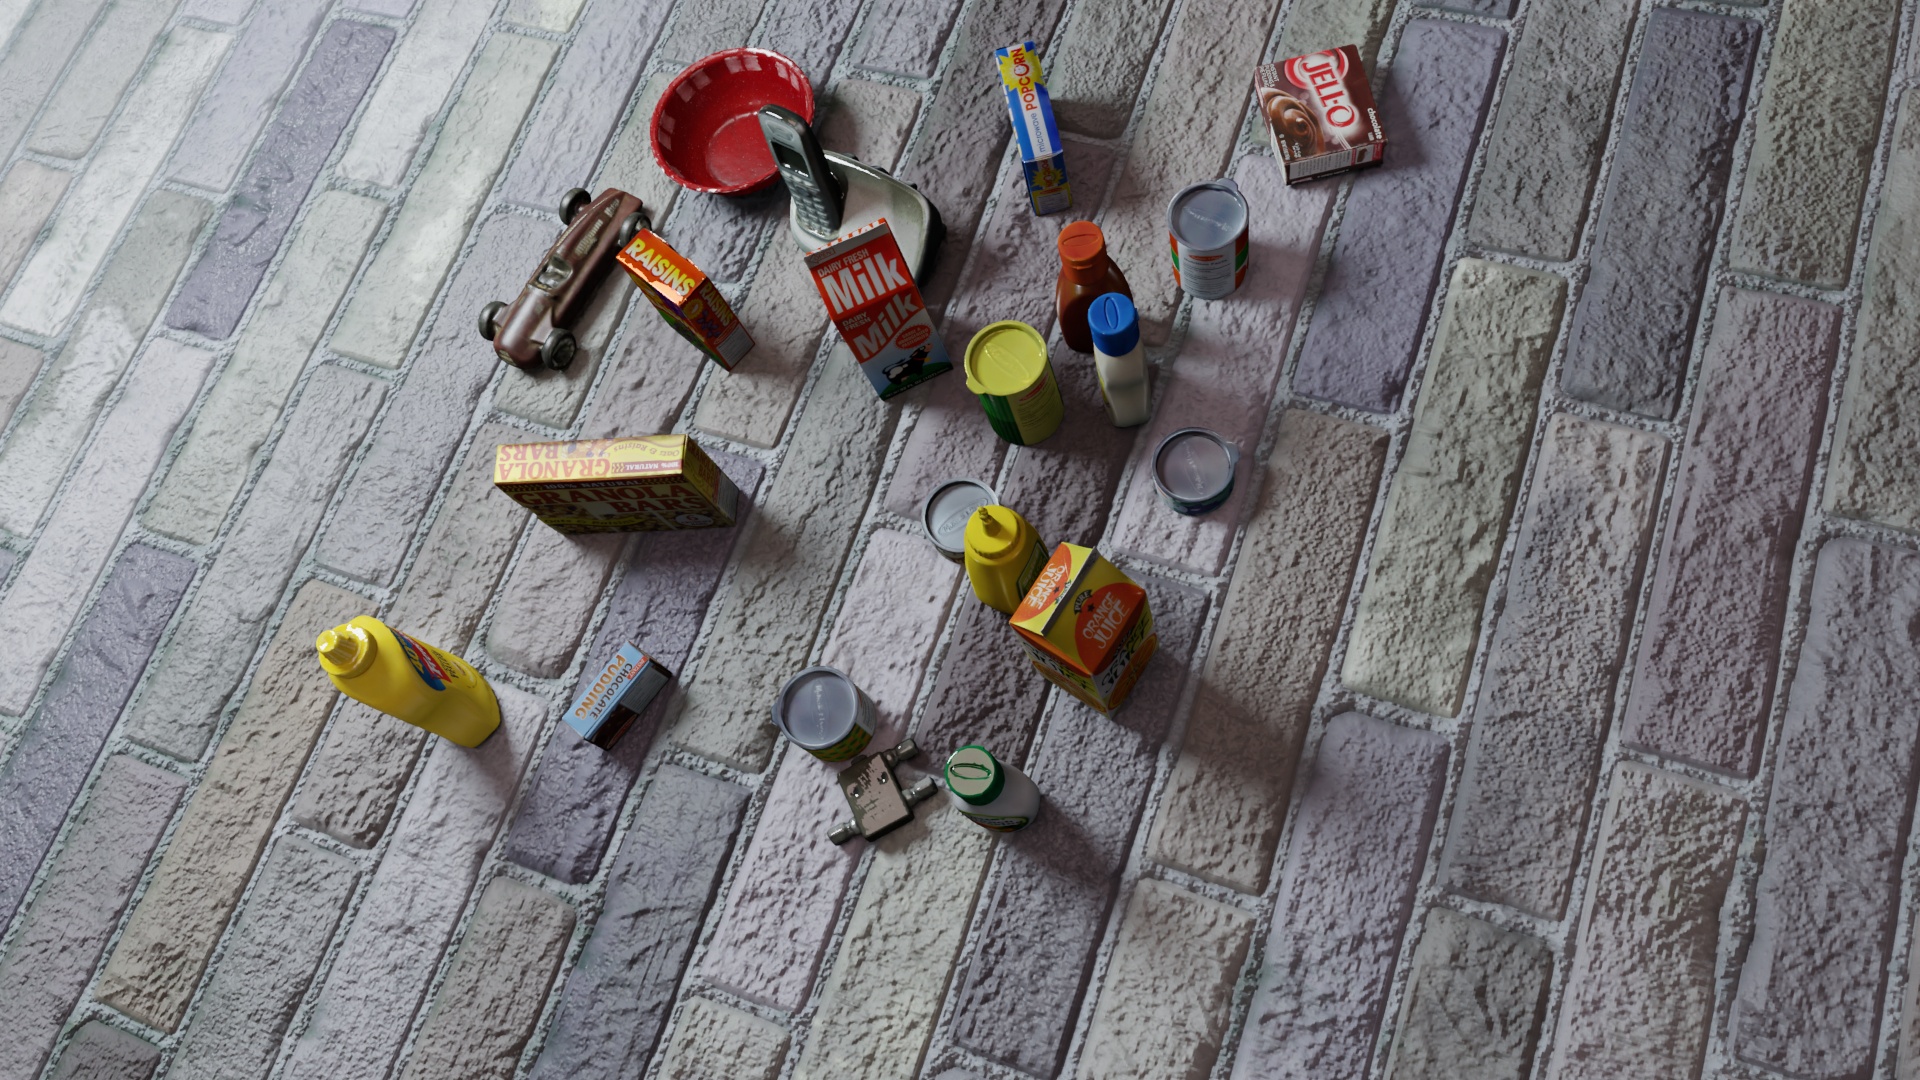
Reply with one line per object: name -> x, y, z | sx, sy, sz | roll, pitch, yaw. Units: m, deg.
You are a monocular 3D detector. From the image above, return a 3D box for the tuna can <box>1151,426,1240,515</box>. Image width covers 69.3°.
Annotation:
tuna can -> 0.191, -0.056, 1.124 | 0.071, 0.032, 0.071 | -4, 69, 10

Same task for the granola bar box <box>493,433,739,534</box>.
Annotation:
granola bar box -> -0.286, -0.045, 1.169 | 0.165, 0.124, 0.039 | -3, 70, 11

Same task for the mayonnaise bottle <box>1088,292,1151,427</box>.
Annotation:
mayonnaise bottle -> 0.127, -0.146, 1.108 | 0.041, 0.147, 0.065 | -11, 68, 8

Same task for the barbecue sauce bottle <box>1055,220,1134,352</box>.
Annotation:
barbecue sauce bottle -> 0.107, -0.205, 1.134 | 0.065, 0.148, 0.044 | -7, 69, 9

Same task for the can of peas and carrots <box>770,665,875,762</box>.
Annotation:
can of peas and carrots -> -0.108, 0.139, 1.098 | 0.071, 0.058, 0.071 | -4, 69, 10

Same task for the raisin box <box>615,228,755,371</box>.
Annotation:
raisin box -> -0.239, -0.210, 1.222 | 0.086, 0.123, 0.040 | 39, 82, 22

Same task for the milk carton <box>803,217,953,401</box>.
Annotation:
milk carton -> -0.069, -0.197, 1.145 | 0.072, 0.190, 0.073 | -24, 67, 3

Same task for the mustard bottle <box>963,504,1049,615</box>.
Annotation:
mustard bottle -> 0.032, 0.009, 1.063 | 0.049, 0.160, 0.065 | 21, 76, 18

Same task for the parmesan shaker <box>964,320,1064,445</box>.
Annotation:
parmesan shaker -> 0.043, -0.126, 1.142 | 0.071, 0.103, 0.071 | -4, 70, 11

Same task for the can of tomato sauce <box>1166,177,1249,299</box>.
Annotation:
can of tomato sauce -> 0.209, -0.253, 1.166 | 0.071, 0.083, 0.071 | -4, 69, 10

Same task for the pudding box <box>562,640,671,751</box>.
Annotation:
pudding box -> -0.282, 0.129, 1.143 | 0.030, 0.049, 0.084 | 35, 80, 21

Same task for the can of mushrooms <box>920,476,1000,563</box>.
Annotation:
can of mushrooms -> 0.004, -0.014, 1.146 | 0.071, 0.033, 0.071 | -4, 69, 10

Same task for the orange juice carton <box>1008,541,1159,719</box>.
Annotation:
orange juice carton -> 0.091, 0.064, 1.013 | 0.073, 0.192, 0.072 | 31, 79, 20

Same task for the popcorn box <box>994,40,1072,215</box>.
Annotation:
popcorn box -> 0.066, -0.366, 1.237 | 0.038, 0.085, 0.127 | -14, 68, 7

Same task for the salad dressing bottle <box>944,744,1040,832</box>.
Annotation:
salad dressing bottle -> 0.020, 0.180, 1.008 | 0.064, 0.147, 0.044 | 5, 71, 14
